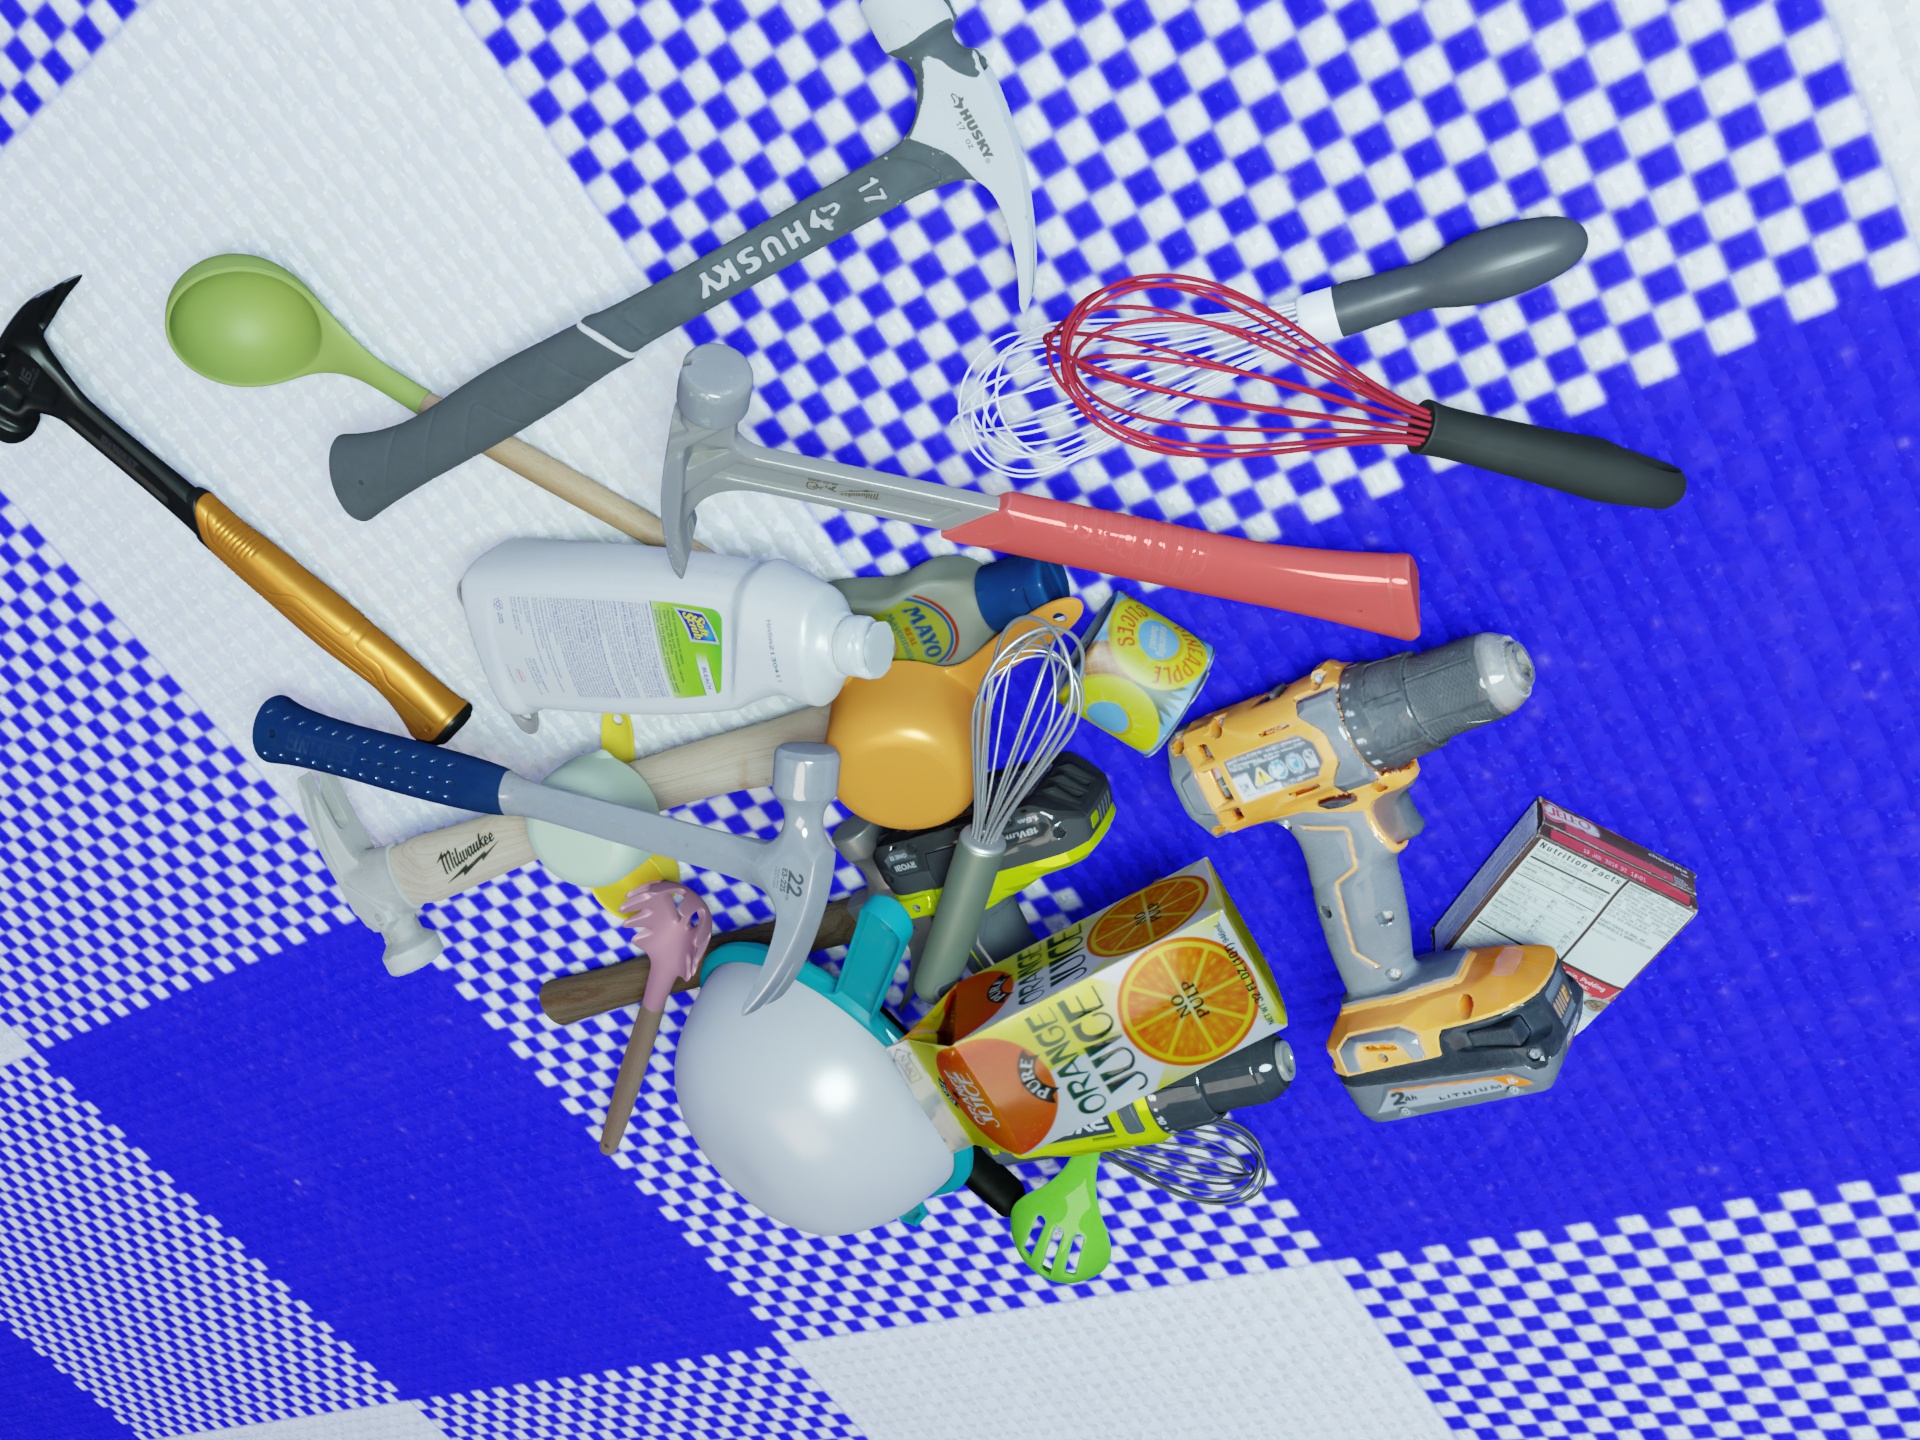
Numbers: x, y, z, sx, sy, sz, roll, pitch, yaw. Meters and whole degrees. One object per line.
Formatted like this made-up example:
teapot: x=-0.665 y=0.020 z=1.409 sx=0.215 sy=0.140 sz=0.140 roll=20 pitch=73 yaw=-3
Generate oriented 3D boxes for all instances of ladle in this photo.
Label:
ladle: x=-0.269 y=-0.151 z=0.853 sx=0.320 sy=0.062 sz=0.078 roll=29 pitch=130 yaw=-5

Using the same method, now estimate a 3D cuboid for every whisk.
whisk: x=0.013 y=0.054 z=0.807 sx=0.059 sy=0.057 sz=0.246 roll=45 pitch=133 yaw=36
whisk: x=0.081 y=0.269 z=1.033 sx=0.239 sy=0.055 sz=0.055 roll=5 pitch=126 yaw=22
whisk: x=0.126 y=-0.167 z=0.698 sx=0.284 sy=0.070 sz=0.070 roll=-13 pitch=119 yaw=22
whisk: x=0.175 y=-0.127 z=0.663 sx=0.295 sy=0.073 sz=0.073 roll=10 pitch=130 yaw=-13

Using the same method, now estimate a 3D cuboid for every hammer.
hammer: x=-0.429 y=-0.109 z=0.953 sx=0.336 sy=0.034 sz=0.127 roll=43 pitch=128 yaw=-13
hammer: x=-0.152 y=0.156 z=1.044 sx=0.331 sy=0.031 sz=0.130 roll=-20 pitch=115 yaw=31
hammer: x=0.041 y=-0.083 z=0.744 sx=0.359 sy=0.037 sz=0.149 roll=11 pitch=152 yaw=-7
hammer: x=-0.224 y=0.043 z=0.966 sx=0.410 sy=0.038 sz=0.146 roll=-18 pitch=104 yaw=23
hammer: x=-0.150 y=-0.189 z=0.765 sx=0.409 sy=0.036 sz=0.149 roll=-22 pitch=117 yaw=23
hammer: x=-0.247 y=0.049 z=0.894 sx=0.406 sy=0.035 sz=0.144 roll=12 pitch=102 yaw=26

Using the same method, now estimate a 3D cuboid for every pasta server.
pasta server: x=-0.214 y=0.208 z=1.061 sx=0.060 sy=0.040 sz=0.316 roll=33 pitch=131 yaw=10

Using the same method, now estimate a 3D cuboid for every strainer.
strainer: x=-0.089 y=0.207 z=0.911 sx=0.211 sy=0.095 sz=0.340 roll=37 pitch=147 yaw=11

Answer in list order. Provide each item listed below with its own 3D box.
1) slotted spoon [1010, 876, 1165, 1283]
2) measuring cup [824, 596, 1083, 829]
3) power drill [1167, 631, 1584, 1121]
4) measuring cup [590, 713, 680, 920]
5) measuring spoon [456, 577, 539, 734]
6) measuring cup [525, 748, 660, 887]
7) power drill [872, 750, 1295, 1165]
slotted spoon: x=0.086 y=0.231 z=0.977 sx=0.070 sy=0.031 sz=0.313 roll=20 pitch=116 yaw=16
measuring cup: x=-0.001 y=-0.003 z=0.815 sx=0.095 sy=0.052 sz=0.173 roll=35 pitch=130 yaw=-25
power drill: x=0.228 y=0.073 z=0.788 sx=0.185 sy=0.084 sz=0.226 roll=-24 pitch=96 yaw=37
measuring cup: x=-0.207 y=0.054 z=1.001 sx=0.062 sy=0.029 sz=0.156 roll=8 pitch=115 yaw=15
measuring spoon: x=-0.273 y=-0.042 z=0.961 sx=0.034 sy=0.018 sz=0.124 roll=7 pitch=133 yaw=13
measuring cup: x=-0.261 y=0.053 z=0.939 sx=0.167 sy=0.038 sz=0.083 roll=10 pitch=111 yaw=12
power drill: x=0.066 y=0.140 z=0.895 sx=0.190 sy=0.080 sz=0.228 roll=-17 pitch=105 yaw=27
